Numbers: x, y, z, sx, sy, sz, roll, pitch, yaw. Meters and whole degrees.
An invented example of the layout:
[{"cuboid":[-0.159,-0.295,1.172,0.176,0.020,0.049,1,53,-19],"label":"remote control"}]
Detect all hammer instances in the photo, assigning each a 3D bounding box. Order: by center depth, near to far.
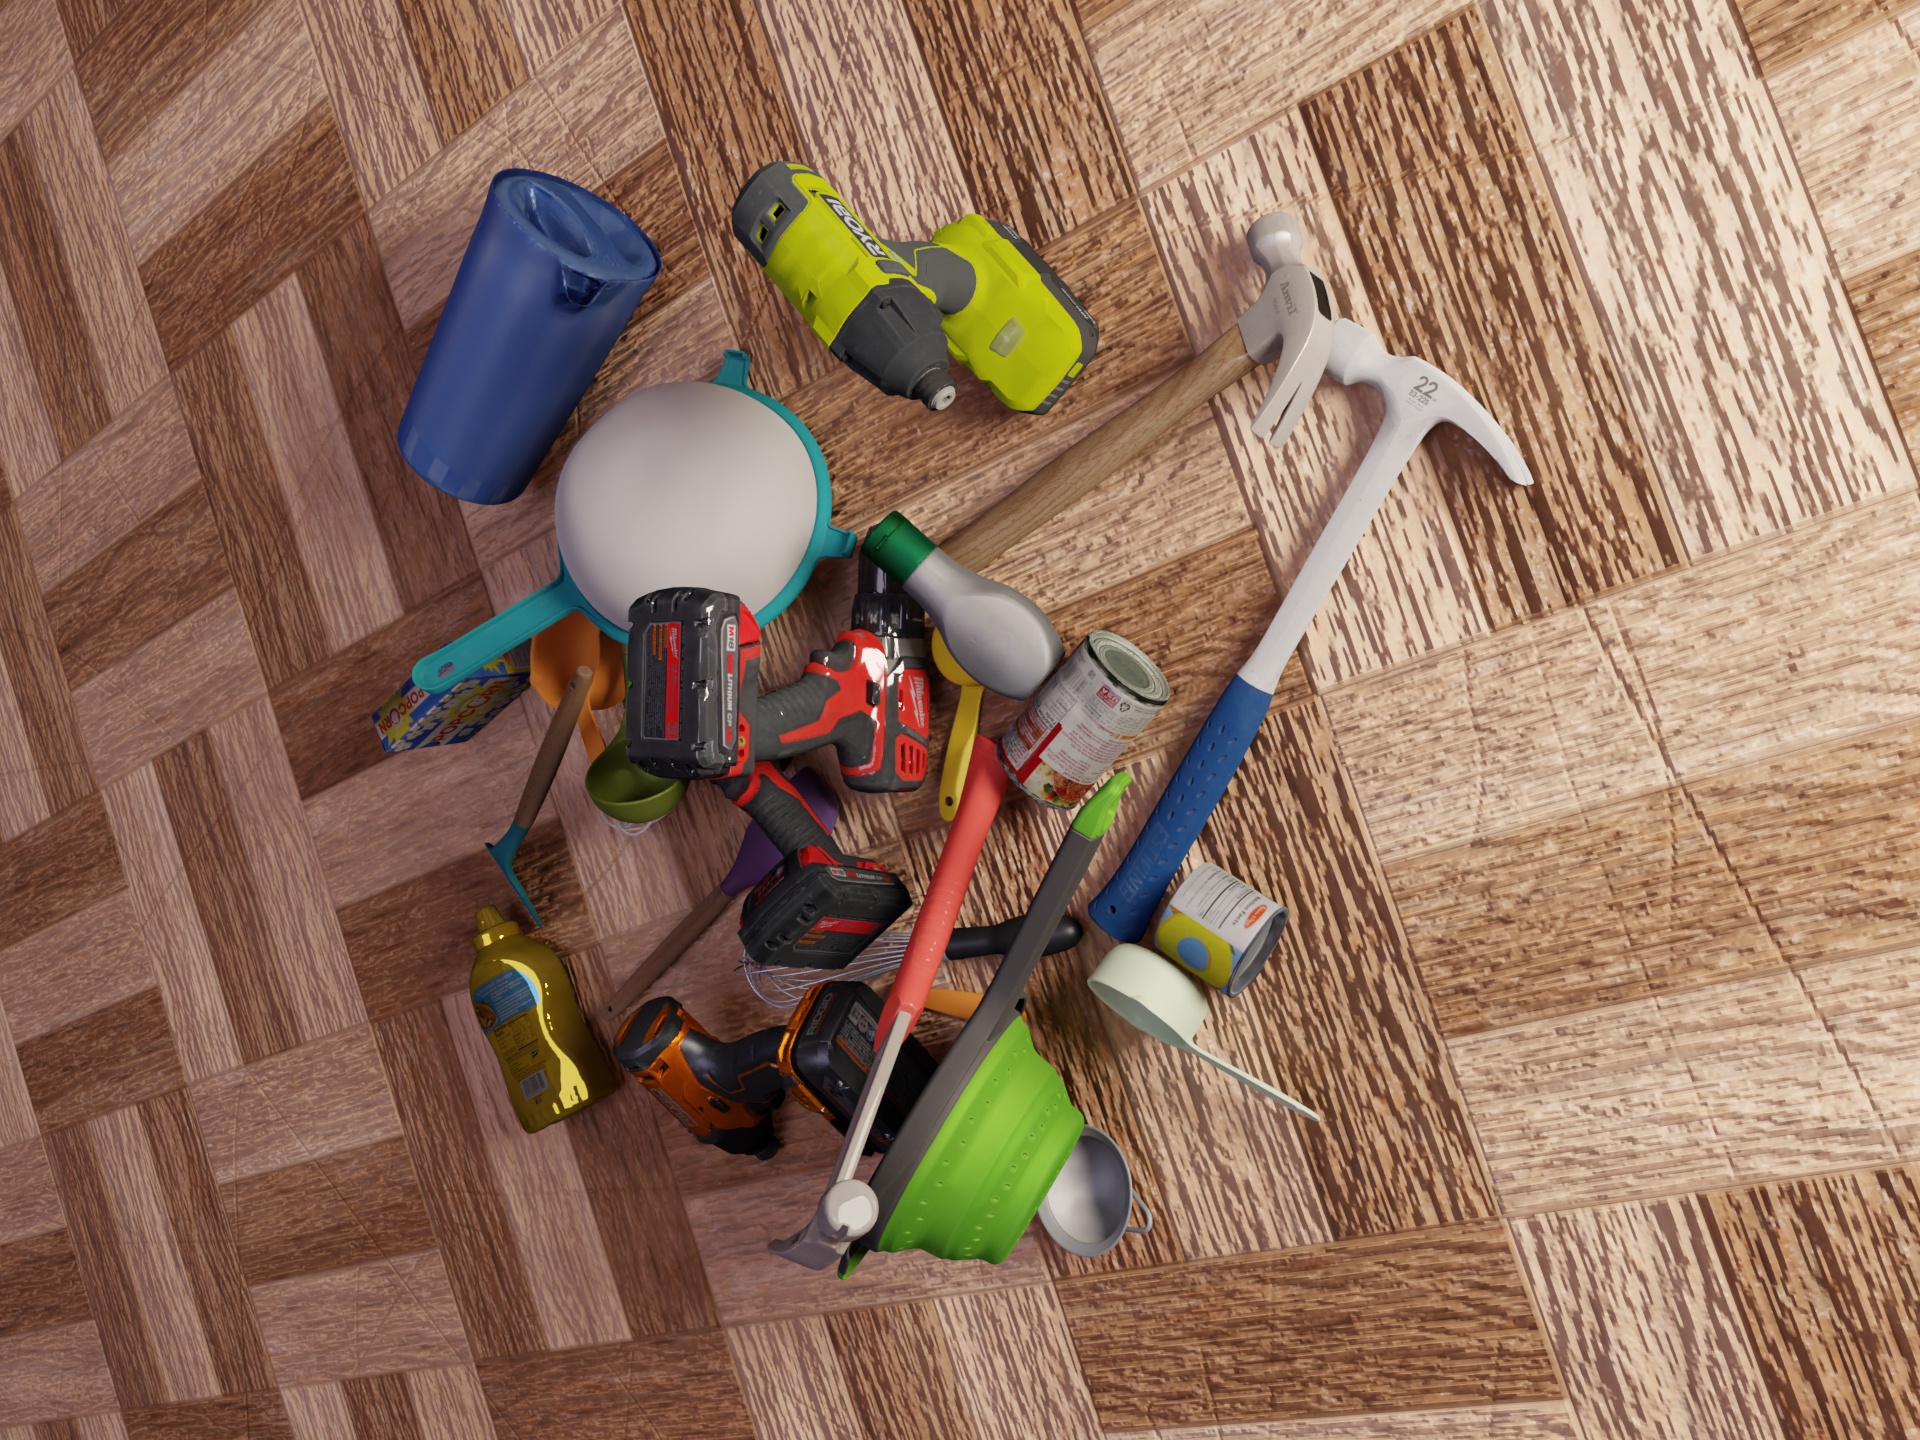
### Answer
[{"cuboid":[0.190,-0.029,0.973,0.144,0.035,0.405,37,114,23],"label":"hammer"},{"cuboid":[0.094,-0.169,1.001,0.331,0.031,0.130,-33,54,36],"label":"hammer"},{"cuboid":[-0.031,0.166,1.008,0.036,0.359,0.149,25,149,-7],"label":"hammer"}]

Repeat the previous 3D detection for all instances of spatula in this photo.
[{"cuboid":[-0.196,0.150,1.255,0.316,0.018,0.060,-44,74,28],"label":"spatula"},{"cuboid":[-0.333,0.059,1.265,0.082,0.044,0.317,51,134,18],"label":"spatula"}]

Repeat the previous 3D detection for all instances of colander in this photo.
[{"cuboid":[0.046,0.213,0.995,0.094,0.204,0.397,30,116,12],"label":"colander"}]

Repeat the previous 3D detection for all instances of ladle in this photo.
[{"cuboid":[-0.253,-0.078,1.203,0.078,0.062,0.320,-8,76,0],"label":"ladle"}]

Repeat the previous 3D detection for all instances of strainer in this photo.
[{"cuboid":[0.035,0.307,1.118,0.258,0.050,0.087,11,90,37],"label":"strainer"},{"cuboid":[-0.258,-0.125,1.121,0.340,0.095,0.211,-31,71,2],"label":"strainer"}]

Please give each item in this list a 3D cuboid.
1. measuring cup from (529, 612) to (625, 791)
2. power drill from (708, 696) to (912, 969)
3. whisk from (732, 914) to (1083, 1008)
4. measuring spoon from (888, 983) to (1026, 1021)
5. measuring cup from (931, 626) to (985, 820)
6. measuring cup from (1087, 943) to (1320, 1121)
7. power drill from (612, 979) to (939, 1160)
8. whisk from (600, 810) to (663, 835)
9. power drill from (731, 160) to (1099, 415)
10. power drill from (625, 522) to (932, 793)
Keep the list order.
[{"cuboid":[-0.279,-0.014,1.250,0.095,0.052,0.174,-34,69,32],"label":"measuring cup"},{"cuboid":[-0.139,0.063,1.109,0.078,0.143,0.220,-44,61,17],"label":"power drill"},{"cuboid":[-0.041,0.164,1.140,0.284,0.070,0.070,-10,91,27],"label":"whisk"},{"cuboid":[-0.005,0.205,1.144,0.117,0.011,0.021,4,99,32],"label":"measuring spoon"},{"cuboid":[-0.002,-0.004,1.101,0.062,0.029,0.156,16,103,30],"label":"measuring cup"},{"cuboid":[0.161,0.196,1.013,0.168,0.083,0.038,30,74,14],"label":"measuring cup"},{"cuboid":[-0.130,0.268,1.168,0.226,0.084,0.164,-13,126,37],"label":"power drill"},{"cuboid":[-0.210,-0.011,1.226,0.246,0.059,0.058,-59,39,20],"label":"whisk"},{"cuboid":[-0.016,-0.248,0.960,0.171,0.223,0.080,51,120,16],"label":"power drill"},{"cuboid":[-0.105,-0.044,1.048,0.080,0.226,0.188,2,90,42],"label":"power drill"}]
